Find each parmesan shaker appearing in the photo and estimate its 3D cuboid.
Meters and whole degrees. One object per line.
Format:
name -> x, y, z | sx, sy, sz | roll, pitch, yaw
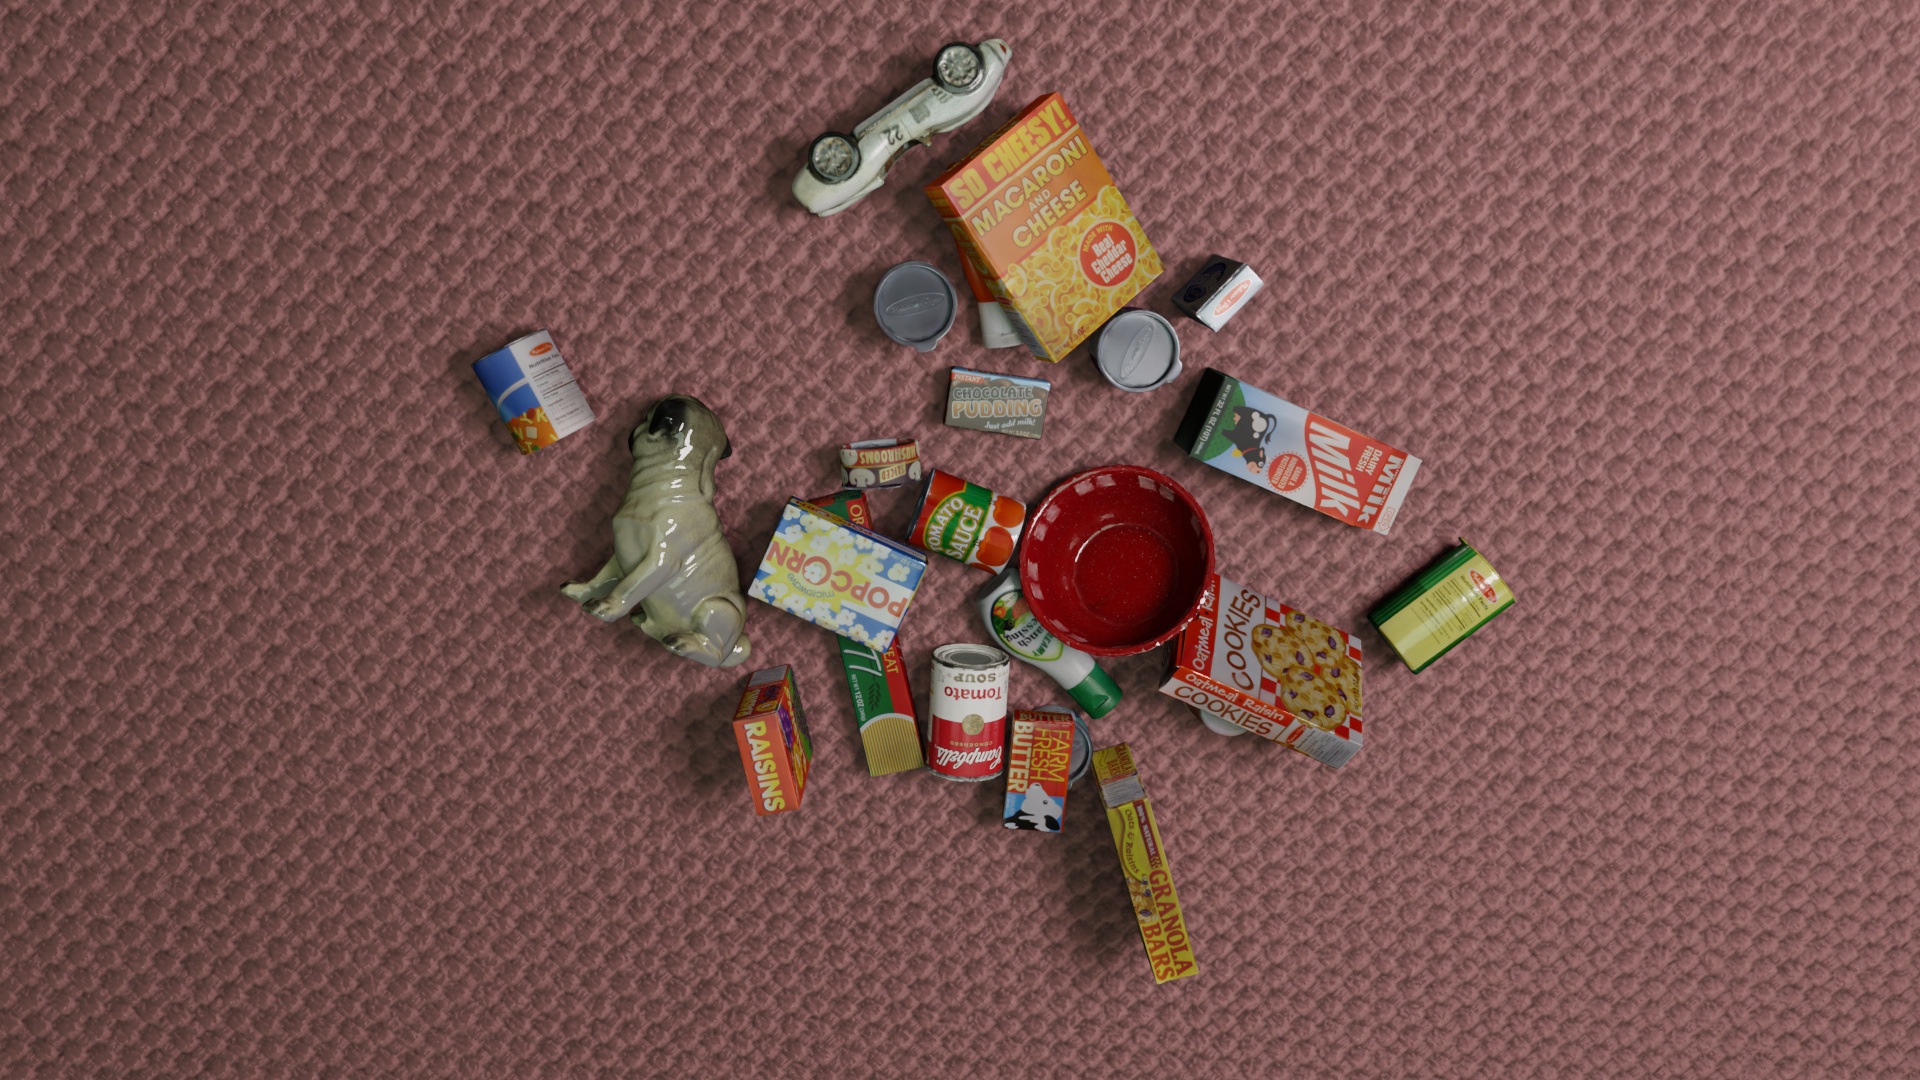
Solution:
parmesan shaker -> 0.404, 0.056, 1.177 | 0.103, 0.071, 0.071 | -38, 101, 8

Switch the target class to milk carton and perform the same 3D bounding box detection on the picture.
milk carton -> 0.280, -0.071, 1.141 | 0.191, 0.073, 0.072 | 22, 101, -6

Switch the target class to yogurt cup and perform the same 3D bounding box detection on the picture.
yogurt cup -> 0.227, 0.134, 1.195 | 0.072, 0.054, 0.072 | 0, 102, -1

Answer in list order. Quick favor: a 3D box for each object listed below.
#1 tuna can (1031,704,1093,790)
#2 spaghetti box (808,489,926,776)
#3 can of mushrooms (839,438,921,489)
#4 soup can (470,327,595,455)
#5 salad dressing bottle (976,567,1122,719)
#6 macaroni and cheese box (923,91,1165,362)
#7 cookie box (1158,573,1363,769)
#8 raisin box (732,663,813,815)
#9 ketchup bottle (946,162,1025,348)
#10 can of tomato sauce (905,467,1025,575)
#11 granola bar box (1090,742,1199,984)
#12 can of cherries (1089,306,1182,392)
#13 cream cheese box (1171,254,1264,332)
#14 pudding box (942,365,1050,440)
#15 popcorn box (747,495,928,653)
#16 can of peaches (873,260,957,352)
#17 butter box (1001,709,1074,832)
tuna can -> 0.082, 0.181, 1.213 | 0.071, 0.033, 0.071 | 0, 103, -1
spaghetti box -> -0.080, 0.081, 1.189 | 0.050, 0.029, 0.249 | -12, 103, 2
can of mushrooms -> -0.065, -0.063, 1.136 | 0.071, 0.071, 0.033 | -4, 101, 0
soup can -> -0.346, -0.119, 1.121 | 0.071, 0.071, 0.083 | -26, 102, 4
salad dressing bottle -> 0.078, 0.089, 1.187 | 0.064, 0.044, 0.147 | -42, 100, 9
macaroni and cheese box -> 0.067, -0.242, 1.082 | 0.124, 0.040, 0.166 | -41, 113, -11
cookie box -> 0.252, 0.102, 1.153 | 0.167, 0.123, 0.040 | 24, 132, -6
raisin box -> -0.154, 0.164, 1.157 | 0.040, 0.123, 0.086 | -11, 102, 2
ketchup bottle -> 0.028, -0.230, 1.115 | 0.065, 0.043, 0.148 | -9, 103, -8
can of tomato sauce -> 0.004, -0.014, 1.149 | 0.083, 0.071, 0.071 | 21, 101, -6
granola bar box -> 0.155, 0.273, 1.188 | 0.039, 0.124, 0.165 | -17, 102, 3
can of cherries -> 0.142, -0.154, 1.127 | 0.071, 0.058, 0.071 | 0, 102, -2
cream cheese box -> 0.201, -0.196, 1.096 | 0.024, 0.104, 0.053 | 43, 100, -13
pudding box -> 0.030, -0.114, 1.148 | 0.084, 0.030, 0.049 | 9, 101, -3
popcorn box -> -0.100, 0.028, 1.141 | 0.127, 0.038, 0.085 | 24, 101, -6
can of peaches -> -0.036, -0.189, 1.116 | 0.071, 0.058, 0.071 | 0, 103, -2
butter box -> 0.066, 0.197, 1.185 | 0.053, 0.024, 0.103 | 5, 103, -1
